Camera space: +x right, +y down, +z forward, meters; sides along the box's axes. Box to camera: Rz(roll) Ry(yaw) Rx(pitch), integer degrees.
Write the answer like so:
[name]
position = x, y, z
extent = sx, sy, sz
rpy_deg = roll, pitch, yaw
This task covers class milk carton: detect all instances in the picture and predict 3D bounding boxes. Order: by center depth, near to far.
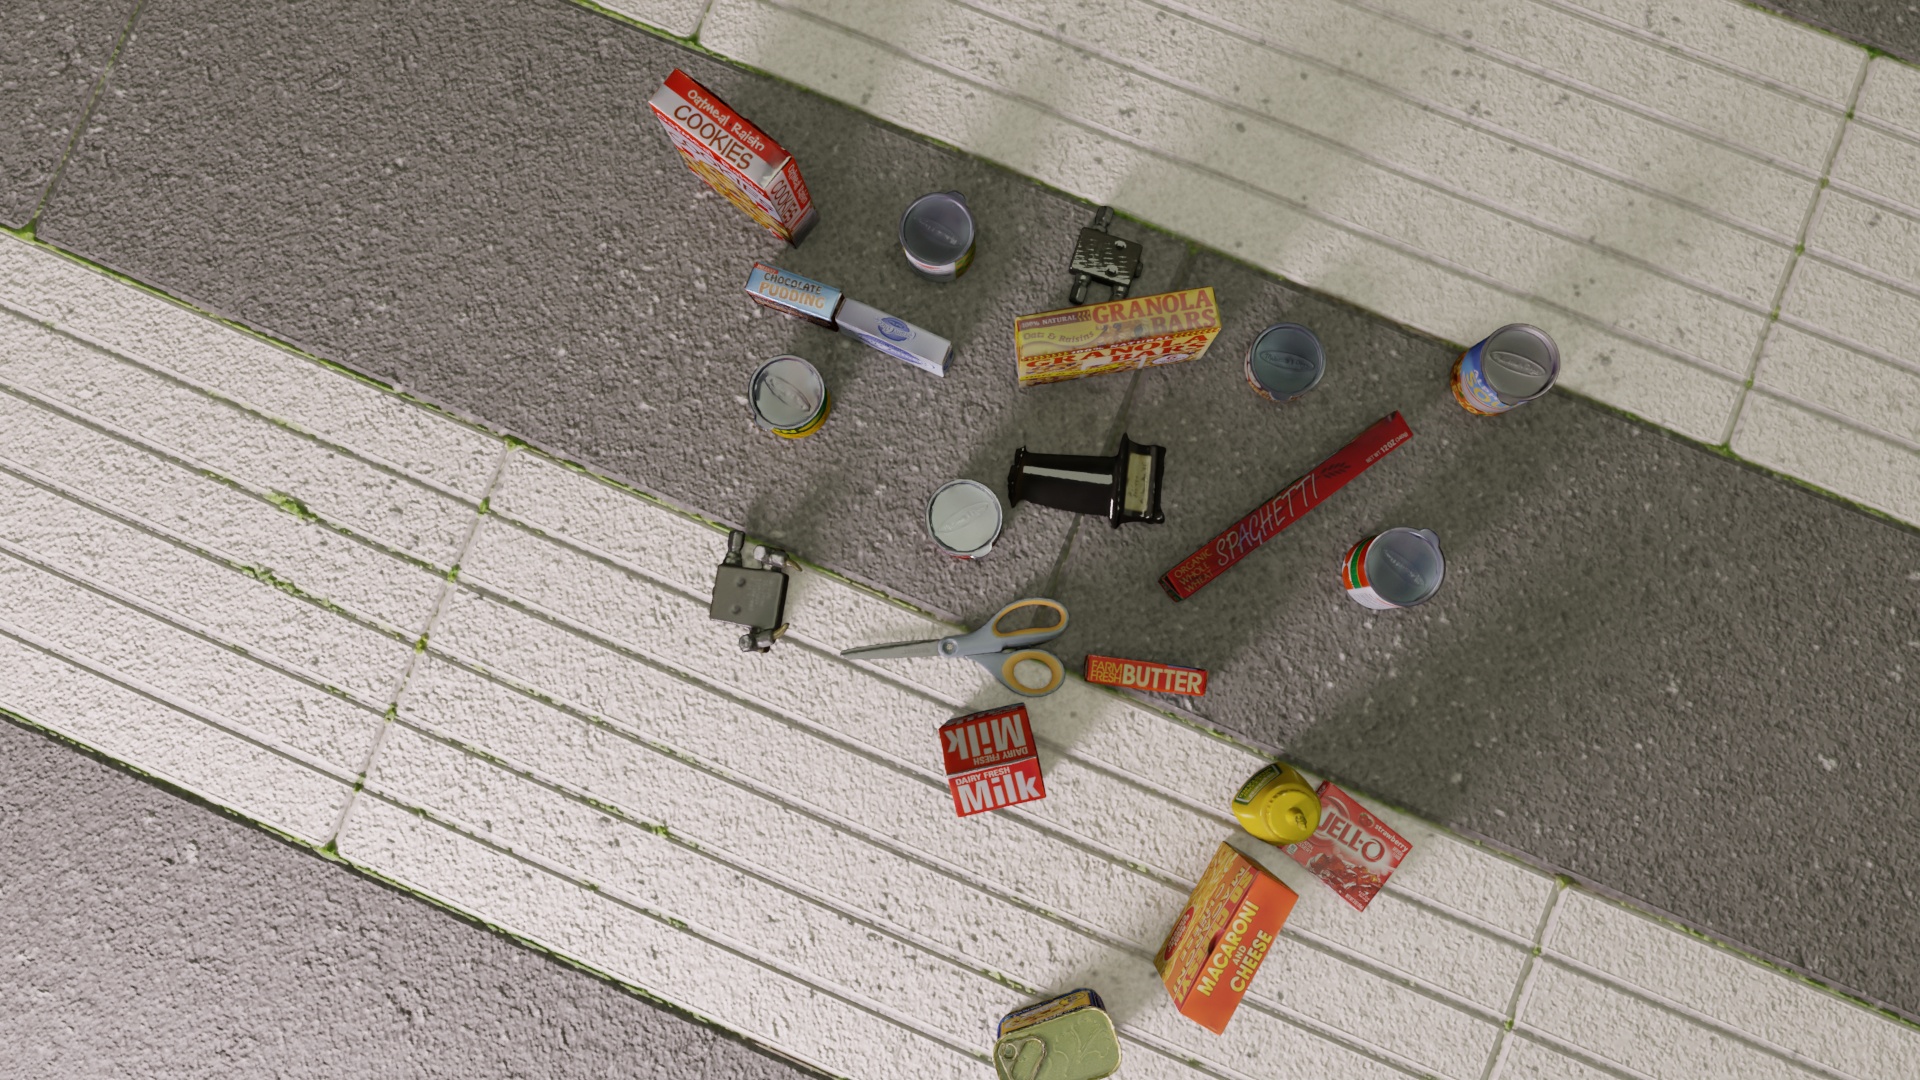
[milk carton]
position = 0.026, 0.176, 1.124
extent = 0.072, 0.190, 0.073
rpy_deg = -13, 85, 0

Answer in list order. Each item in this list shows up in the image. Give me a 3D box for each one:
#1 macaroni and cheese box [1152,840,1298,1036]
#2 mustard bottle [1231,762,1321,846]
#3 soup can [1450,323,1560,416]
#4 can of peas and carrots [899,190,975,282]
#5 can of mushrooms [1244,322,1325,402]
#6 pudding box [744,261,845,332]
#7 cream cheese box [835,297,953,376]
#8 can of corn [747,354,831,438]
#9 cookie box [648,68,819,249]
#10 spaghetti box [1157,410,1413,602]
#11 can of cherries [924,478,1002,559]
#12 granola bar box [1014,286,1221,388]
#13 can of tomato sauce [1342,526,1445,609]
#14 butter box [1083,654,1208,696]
[macaroni and cheese box]
position = 0.209, 0.315, 1.118
extent = 0.040, 0.166, 0.124
rpy_deg = 30, 86, 4
[mustard bottle]
position = 0.262, 0.217, 1.129
extent = 0.065, 0.160, 0.049
rpy_deg = -43, 85, -2
[soup can]
position = 0.466, -0.143, 1.197
extent = 0.071, 0.083, 0.071
rpy_deg = 0, 85, 2
[can of peas and carrots]
position = -0.018, -0.270, 1.234
extent = 0.071, 0.058, 0.071
rpy_deg = 0, 85, 2
[can of mushrooms]
position = 0.285, -0.155, 1.228
extent = 0.071, 0.033, 0.071
rpy_deg = 0, 85, 2
[pudding box]
position = -0.145, -0.217, 1.237
extent = 0.084, 0.049, 0.030
rpy_deg = 20, 86, 3
[cream cheese box]
position = -0.057, -0.179, 1.229
extent = 0.104, 0.053, 0.024
rpy_deg = 24, 86, 4
[can of corn]
position = -0.151, -0.124, 1.224
extent = 0.071, 0.058, 0.071
rpy_deg = 0, 85, 2
[cookie box]
position = -0.189, -0.323, 1.189
extent = 0.123, 0.167, 0.040
rpy_deg = 37, 87, 4
[spaghetti box]
position = 0.280, -0.028, 1.207
extent = 0.250, 0.050, 0.029
rpy_deg = -36, 85, -2
[can of cherries]
position = 0.004, -0.015, 1.209
extent = 0.071, 0.058, 0.071
rpy_deg = 0, 85, 2
[granola bar box]
position = 0.129, -0.173, 1.188
extent = 0.166, 0.124, 0.039
rpy_deg = -9, 85, 1
[can of tomato sauce]
position = 0.368, 0.023, 1.184
extent = 0.071, 0.083, 0.071
rpy_deg = 0, 85, 2
[butter box]
position = 0.158, 0.116, 1.195
extent = 0.103, 0.053, 0.024
rpy_deg = 7, 85, 2
